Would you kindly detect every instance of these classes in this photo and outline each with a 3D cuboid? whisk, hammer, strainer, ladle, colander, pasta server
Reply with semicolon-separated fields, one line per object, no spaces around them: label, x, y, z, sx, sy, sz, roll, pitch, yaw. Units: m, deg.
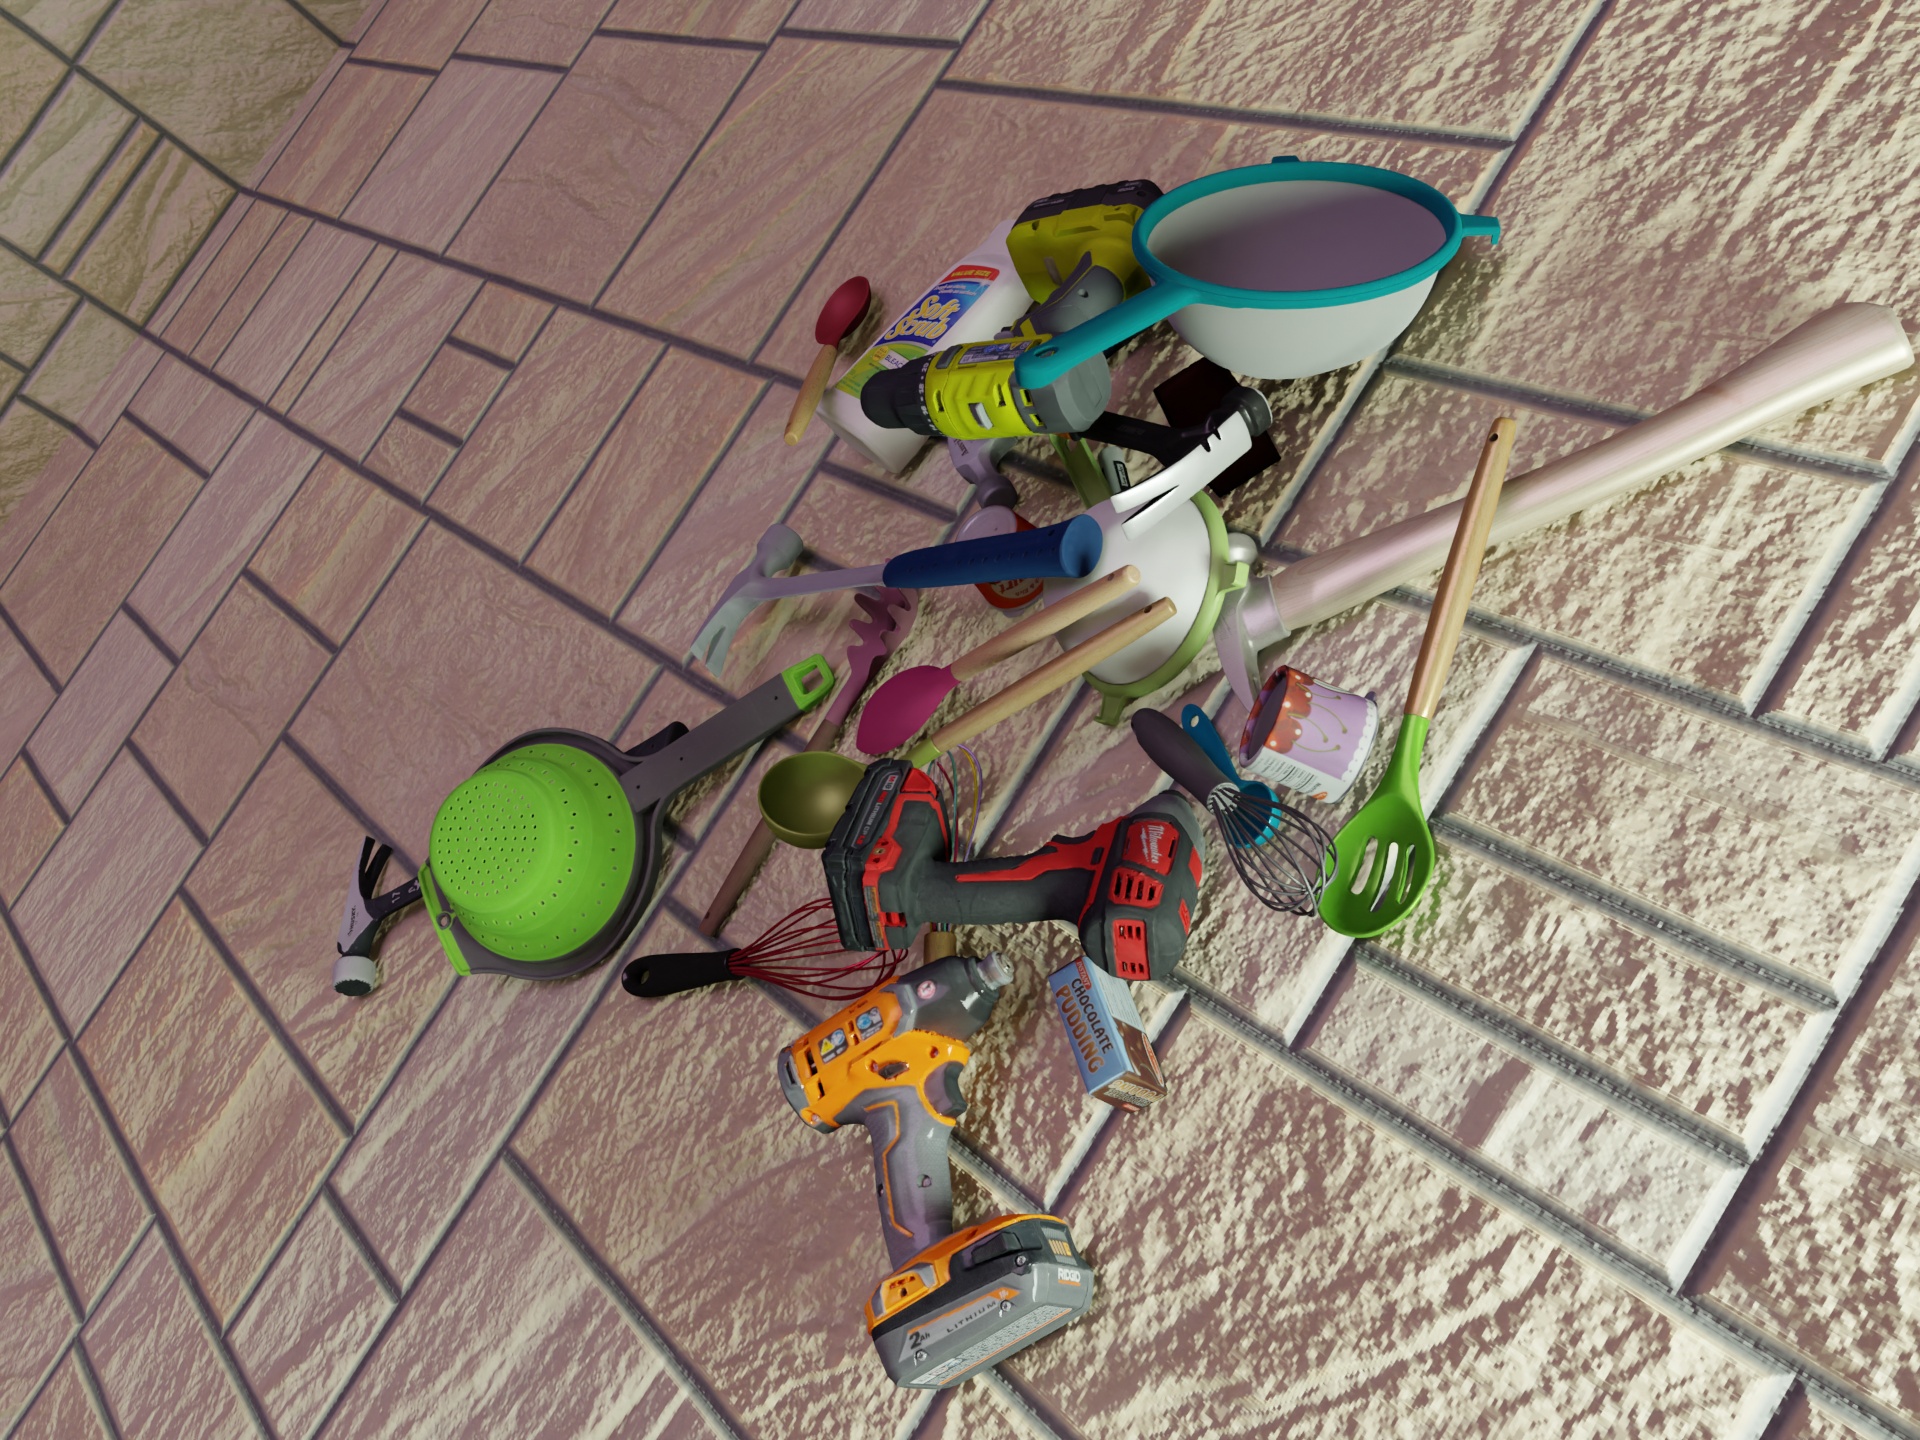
whisk;-0.145;0.170;1.129;0.296;0.073;0.073;-15;57;39
hammer;0.338;-0.122;0.936;0.410;0.038;0.146;-24;54;25
hammer;-0.394;0.100;1.377;0.409;0.036;0.149;-27;50;22
strainer;0.172;-0.259;1.036;0.340;0.095;0.211;-32;46;-24
hammer;0.061;-0.211;1.123;0.127;0.034;0.337;-40;36;-15
whisk;0.154;0.044;0.944;0.055;0.055;0.239;-47;30;5
whisk;-0.017;0.123;1.065;0.051;0.047;0.245;-27;53;44
ladle;-0.002;-0.003;1.041;0.320;0.062;0.078;-31;41;24
colander;-0.278;0.056;1.237;0.397;0.094;0.205;-32;71;9
ladle;-0.113;-0.298;1.322;0.069;0.031;0.316;-37;23;26
pasta server;-0.117;0.022;1.205;0.316;0.040;0.060;-59;31;-4
hammer;-0.057;-0.101;1.150;0.406;0.035;0.144;-1;49;50
strainer;0.088;-0.133;1.084;0.151;0.069;0.257;-50;42;31
hammer;0.123;-0.299;1.209;0.331;0.033;0.128;-38;49;14

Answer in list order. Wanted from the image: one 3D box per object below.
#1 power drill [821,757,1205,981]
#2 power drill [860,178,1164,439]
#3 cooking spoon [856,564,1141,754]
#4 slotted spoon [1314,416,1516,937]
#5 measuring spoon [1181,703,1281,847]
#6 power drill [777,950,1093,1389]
power drill;0.039;0.086;0.974;0.220;0.078;0.143;3;36;18
power drill;0.047;-0.283;1.130;0.191;0.080;0.229;4;48;38
cooking spoon;0.014;-0.042;1.085;0.319;0.017;0.069;-27;44;49
slotted spoon;0.270;-0.025;0.907;0.070;0.031;0.314;12;82;47
measuring spoon;0.169;0.033;0.994;0.042;0.021;0.129;-50;35;23
power drill;-0.008;0.253;0.940;0.164;0.084;0.227;-36;54;15
